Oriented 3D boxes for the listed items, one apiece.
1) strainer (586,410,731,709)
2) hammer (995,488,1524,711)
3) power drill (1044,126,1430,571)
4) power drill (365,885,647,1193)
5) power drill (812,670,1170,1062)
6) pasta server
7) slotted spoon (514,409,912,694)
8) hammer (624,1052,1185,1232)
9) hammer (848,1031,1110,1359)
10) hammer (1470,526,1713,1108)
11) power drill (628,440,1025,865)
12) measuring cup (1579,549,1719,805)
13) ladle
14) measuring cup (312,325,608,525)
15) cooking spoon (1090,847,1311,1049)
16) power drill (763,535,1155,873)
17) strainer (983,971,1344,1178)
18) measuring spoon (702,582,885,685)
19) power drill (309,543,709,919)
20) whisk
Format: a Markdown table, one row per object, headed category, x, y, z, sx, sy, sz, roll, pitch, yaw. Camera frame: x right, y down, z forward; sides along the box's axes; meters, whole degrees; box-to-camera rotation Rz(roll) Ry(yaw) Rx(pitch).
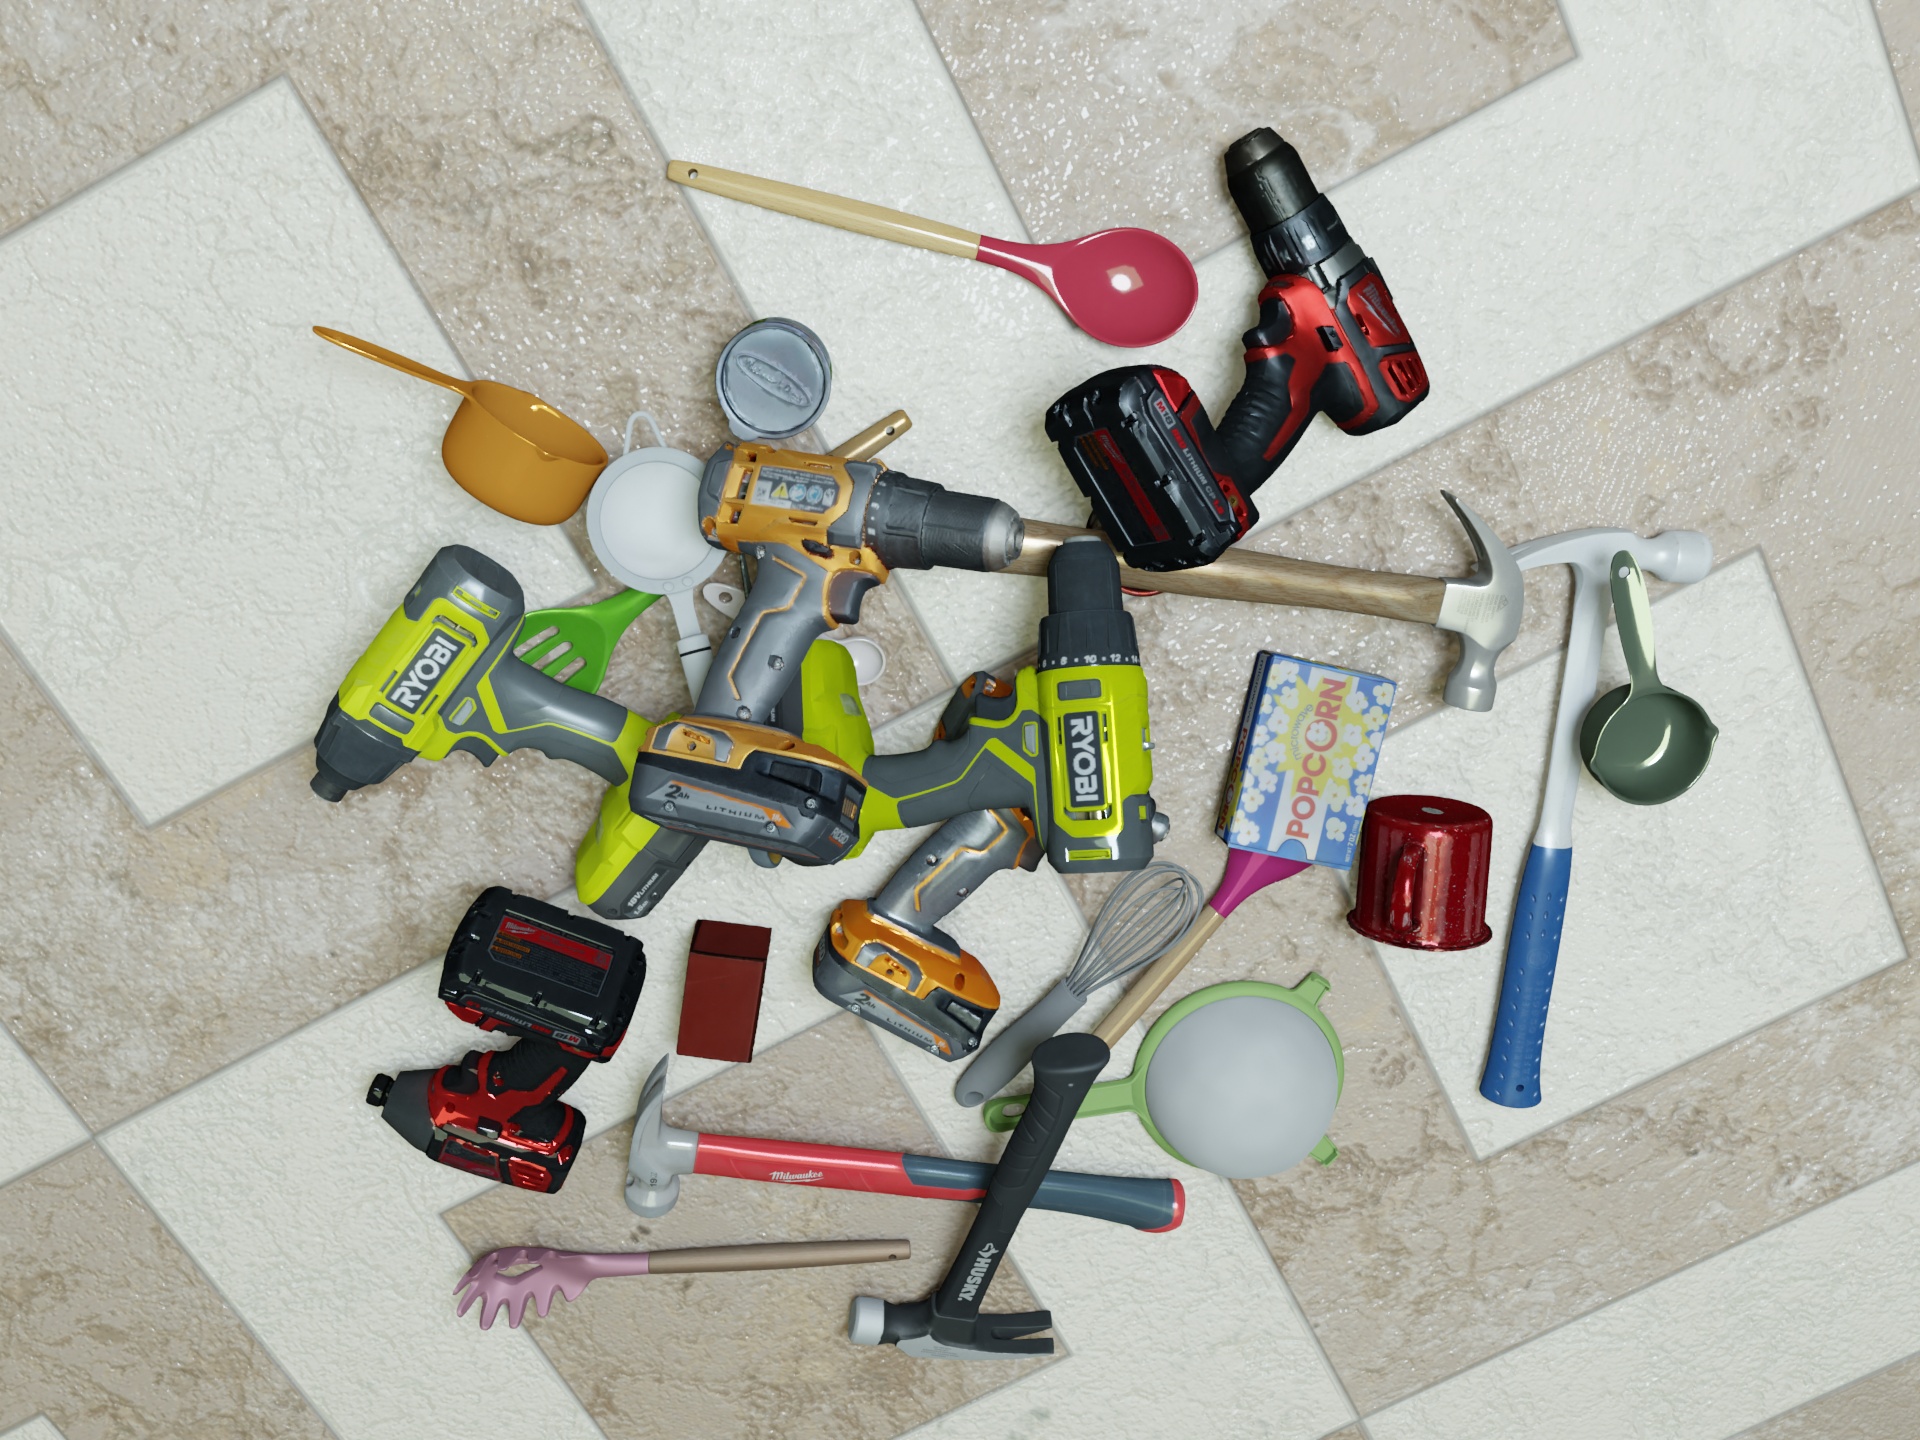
| category | x | y | z | sx | sy | sz | roll | pitch | yaw |
| --- | --- | --- | --- | --- | --- | --- | --- | --- | --- |
| strainer | -0.162 | -0.052 | 0.941 | 0.087 | 0.050 | 0.258 | -16 | 92 | -23 |
| hammer | 0.180 | -0.089 | 0.964 | 0.331 | 0.031 | 0.130 | 7 | 107 | -6 |
| power drill | 0.155 | -0.210 | 0.900 | 0.227 | 0.080 | 0.187 | -40 | 107 | -23 |
| power drill | -0.293 | 0.213 | 1.015 | 0.143 | 0.079 | 0.219 | 22 | 127 | -10 |
| power drill | 0.021 | 0.101 | 1.025 | 0.164 | 0.084 | 0.226 | 30 | 99 | -12 |
| pasta server | -0.193 | 0.388 | 1.123 | 0.316 | 0.040 | 0.060 | -2 | 120 | -4 |
| slotted spoon | -0.162 | -0.098 | 0.979 | 0.314 | 0.031 | 0.070 | -33 | 111 | 5 |
| hammer | -0.030 | 0.302 | 1.088 | 0.386 | 0.038 | 0.143 | 8 | 129 | -9 |
| hammer | 0.034 | 0.327 | 1.064 | 0.146 | 0.035 | 0.334 | 12 | 126 | -11 |
| hammer | 0.391 | 0.072 | 1.061 | 0.144 | 0.035 | 0.405 | 2 | 107 | -4 |
| power drill | -0.073 | -0.039 | 0.878 | 0.185 | 0.084 | 0.226 | 10 | 77 | 15 |
| measuring cup | 0.419 | -0.029 | 0.994 | 0.083 | 0.038 | 0.167 | -16 | 106 | 1 |
| ladle | -0.015 | -0.282 | 0.930 | 0.315 | 0.031 | 0.069 | 13 | 97 | -6 |
| measuring cup | -0.289 | -0.165 | 0.901 | 0.173 | 0.095 | 0.052 | 22 | 111 | -31 |
| cooking spoon | 0.155 | 0.148 | 1.067 | 0.068 | 0.017 | 0.319 | 40 | 95 | -14 |
| power drill | -0.001 | -0.003 | 0.930 | 0.228 | 0.080 | 0.190 | -5 | 86 | 17 |
| strainer | 0.145 | 0.266 | 1.088 | 0.256 | 0.069 | 0.151 | -7 | 108 | -3 |
| measuring spoon | -0.103 | -0.059 | 0.993 | 0.124 | 0.018 | 0.034 | 25 | 117 | -16 |
| power drill | -0.260 | 0.021 | 0.956 | 0.223 | 0.080 | 0.171 | 34 | 103 | -26 |
| whisk | 0.073 | 0.181 | 1.065 | 0.055 | 0.055 | 0.239 | 37 | 110 | -13 |
